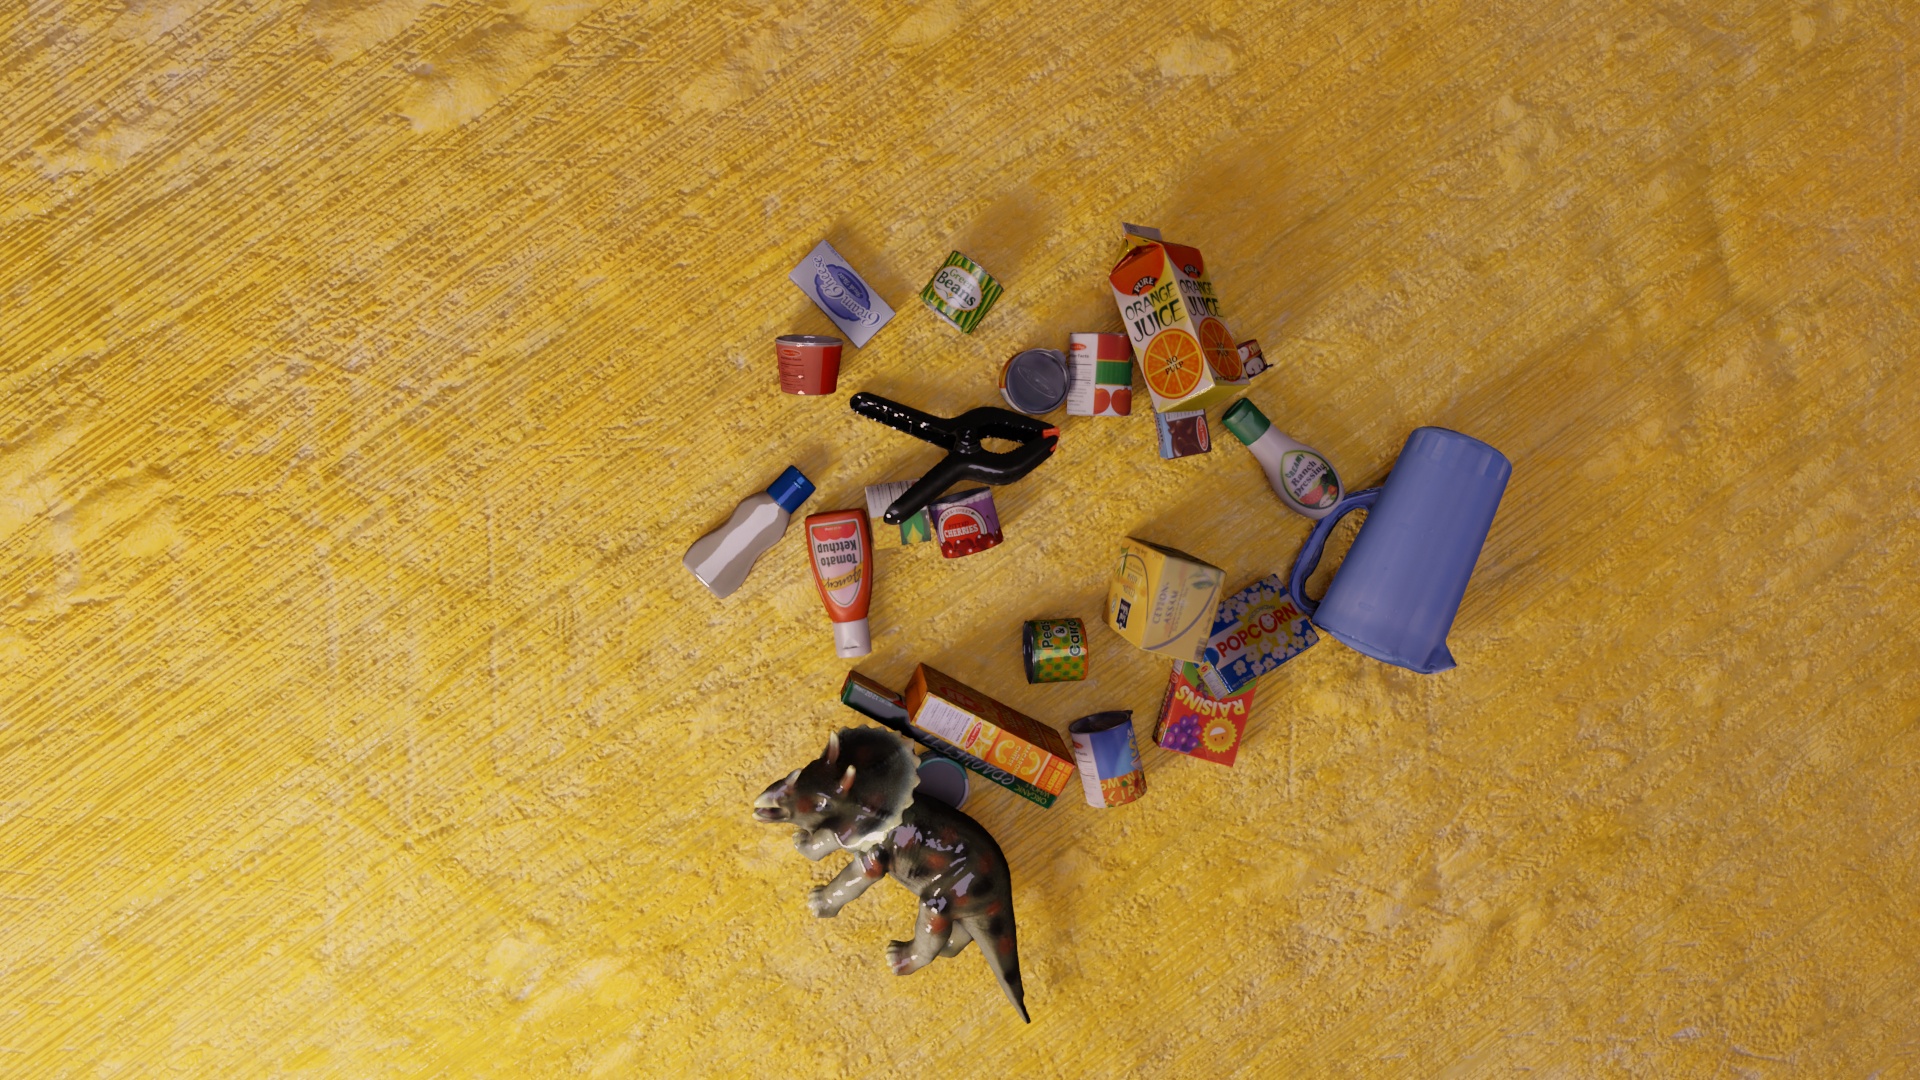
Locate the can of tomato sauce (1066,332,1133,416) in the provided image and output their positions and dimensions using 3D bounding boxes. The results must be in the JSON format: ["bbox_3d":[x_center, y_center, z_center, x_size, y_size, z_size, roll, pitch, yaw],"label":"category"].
[{"bbox_3d":[0.144,-0.169,1.412,0.071,0.071,0.083,1,96,-6],"label":"can of tomato sauce"}]

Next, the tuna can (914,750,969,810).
[{"bbox_3d":[-0.026,0.253,1.450,0.071,0.033,0.071,-1,96,-7],"label":"tuna can"}]

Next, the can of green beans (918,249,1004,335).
[{"bbox_3d":[0.001,-0.247,1.388,0.071,0.071,0.058,38,91,-8],"label":"can of green beans"}]

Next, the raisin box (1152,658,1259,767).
[{"bbox_3d":[0.263,0.168,1.471,0.086,0.040,0.123,15,94,-8],"label":"raisin box"}]

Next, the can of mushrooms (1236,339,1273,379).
[{"bbox_3d":[0.282,-0.179,1.425,0.071,0.071,0.033,-26,97,-3],"label":"can of mushrooms"}]

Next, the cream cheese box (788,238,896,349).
[{"bbox_3d":[-0.119,-0.247,1.396,0.053,0.024,0.103,-45,98,1],"label":"cream cheese box"}]

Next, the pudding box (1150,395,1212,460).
[{"bbox_3d":[0.227,-0.129,1.443,0.050,0.030,0.083,-12,97,-6],"label":"pudding box"}]

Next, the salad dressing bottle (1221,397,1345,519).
[{"bbox_3d":[0.336,-0.086,1.452,0.147,0.044,0.064,43,89,-8],"label":"salad dressing bottle"}]

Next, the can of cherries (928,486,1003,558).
[{"bbox_3d":[0.005,-0.018,1.408,0.071,0.071,0.058,-16,98,-4],"label":"can of cherries"}]

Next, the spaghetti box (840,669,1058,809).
[{"bbox_3d":[-0.010,0.206,1.439,0.250,0.050,0.028,28,94,-8],"label":"spaghetti box"}]

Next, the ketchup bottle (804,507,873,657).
[{"bbox_3d":[-0.118,0.043,1.415,0.065,0.043,0.148,-7,97,4],"label":"ketchup bottle"}]

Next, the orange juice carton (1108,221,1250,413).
[{"bbox_3d":[0.211,-0.228,1.383,0.073,0.072,0.193,-26,78,40],"label":"orange juice carton"}]

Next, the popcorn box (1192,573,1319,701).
[{"bbox_3d":[0.296,0.099,1.436,0.127,0.038,0.085,-26,76,-23],"label":"popcorn box"}]

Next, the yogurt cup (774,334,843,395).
[{"bbox_3d":[-0.151,-0.174,1.381,0.072,0.072,0.053,1,104,-6],"label":"yogurt cup"}]

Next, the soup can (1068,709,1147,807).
[{"bbox_3d":[0.157,0.227,1.451,0.071,0.071,0.083,-15,98,-4],"label":"soup can"}]

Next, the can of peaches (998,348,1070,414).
[{"bbox_3d":[0.076,-0.162,1.409,0.071,0.058,0.071,-1,95,-6],"label":"can of peaches"}]

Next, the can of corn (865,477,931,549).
[{"bbox_3d":[-0.063,-0.025,1.404,0.058,0.071,0.071,-9,97,-4],"label":"can of corn"}]

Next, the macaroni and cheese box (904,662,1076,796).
[{"bbox_3d":[0.027,0.190,1.404,0.166,0.124,0.040,28,95,-8],"label":"macaroni and cheese box"}]

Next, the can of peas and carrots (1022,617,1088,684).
[{"bbox_3d":[0.098,0.112,1.432,0.059,0.071,0.071,-3,96,-7],"label":"can of peas and carrots"}]

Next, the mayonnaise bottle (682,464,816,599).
[{"bbox_3d":[-0.209,-0.012,1.402,0.148,0.041,0.064,-45,100,-2],"label":"mayonnaise bottle"}]
